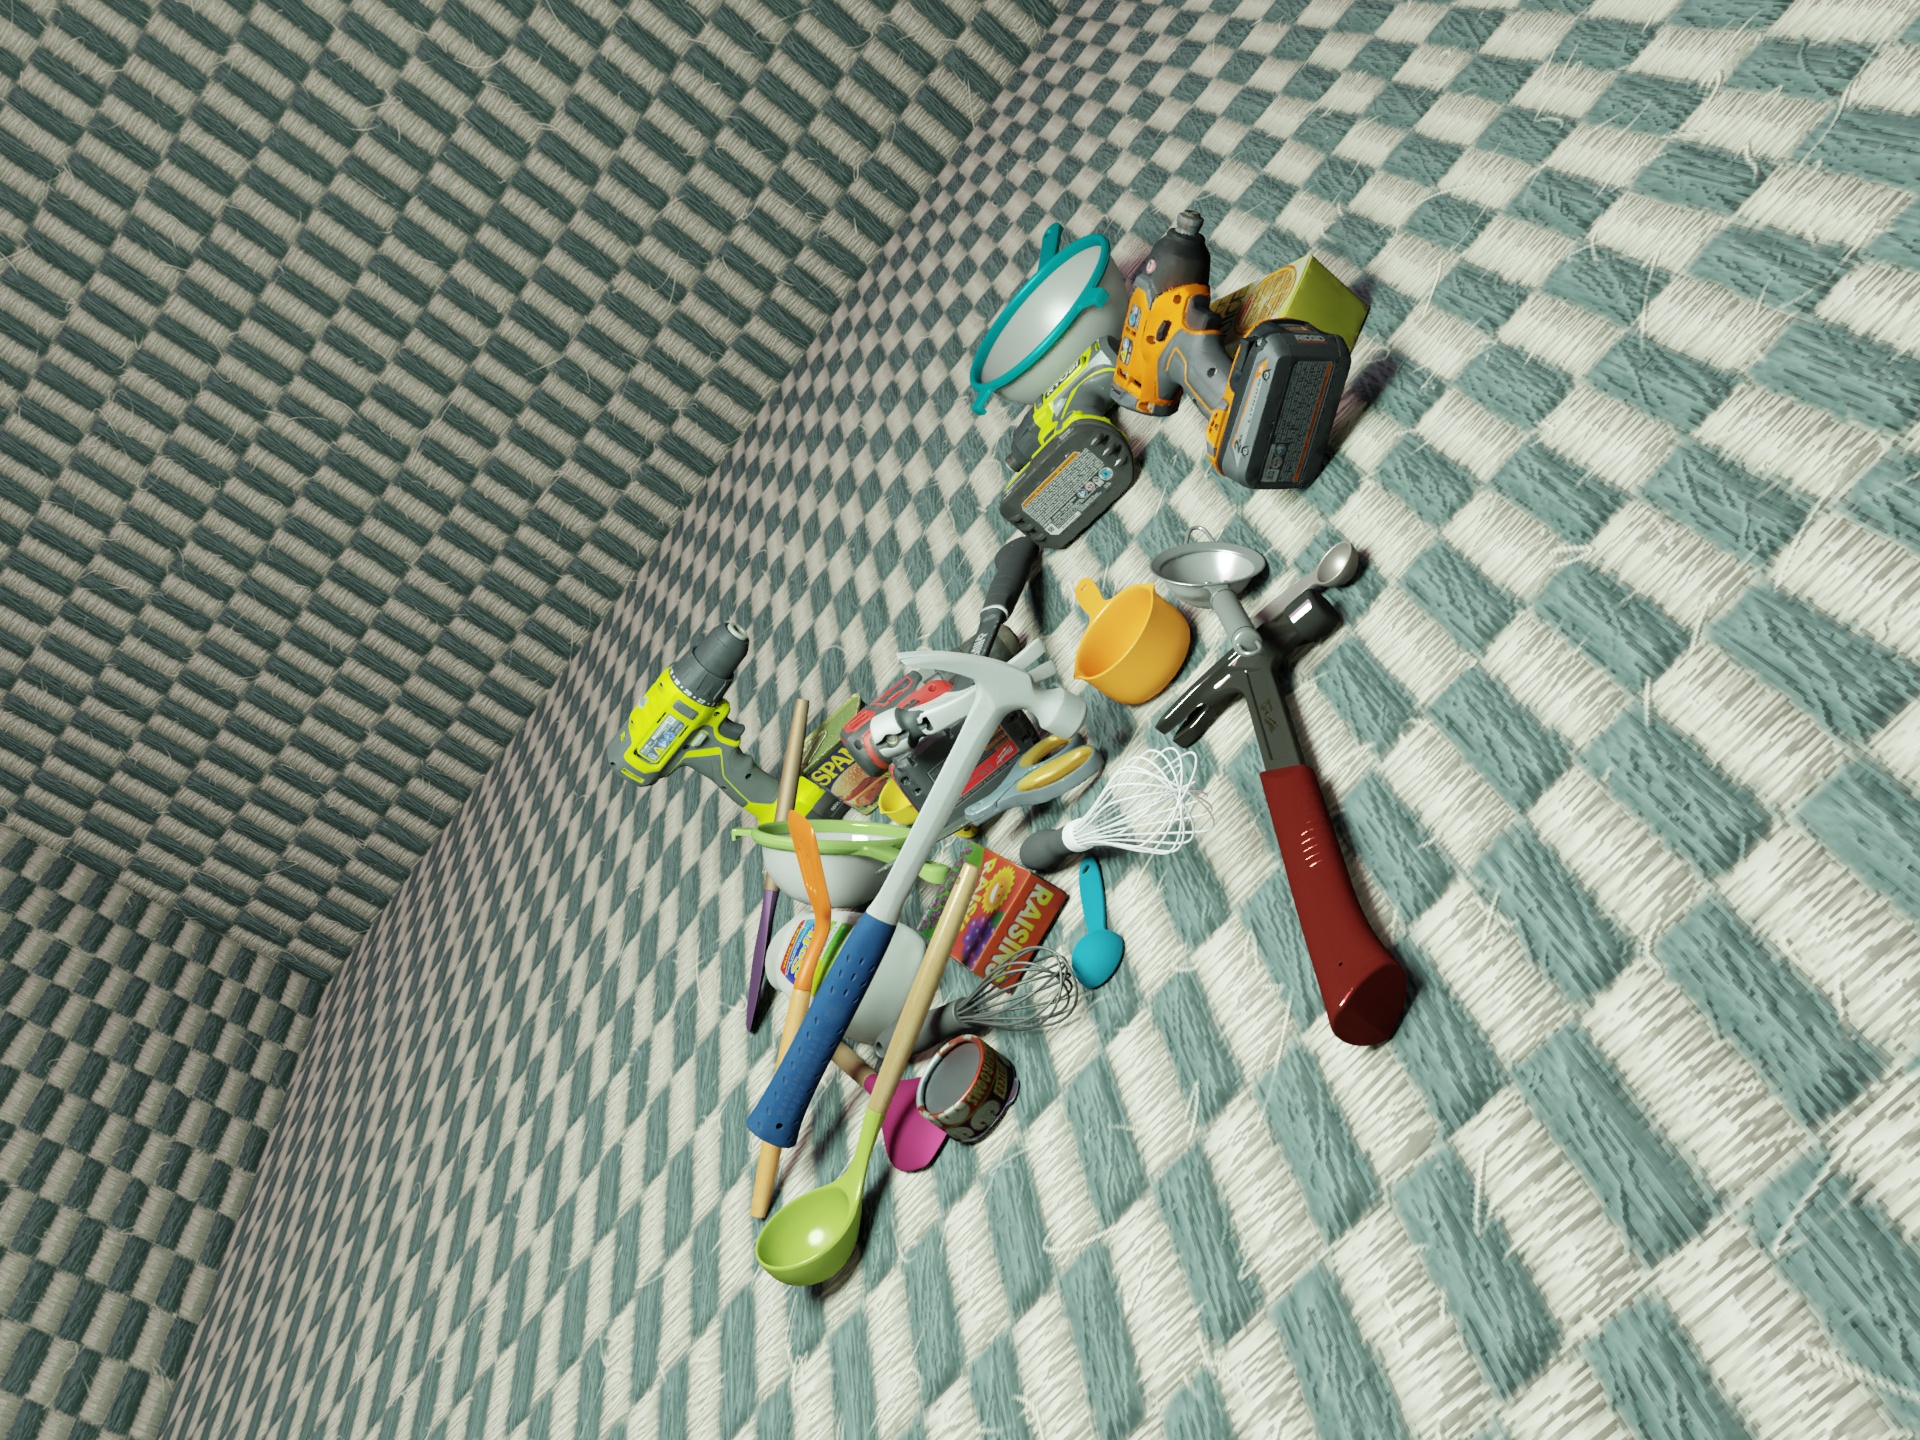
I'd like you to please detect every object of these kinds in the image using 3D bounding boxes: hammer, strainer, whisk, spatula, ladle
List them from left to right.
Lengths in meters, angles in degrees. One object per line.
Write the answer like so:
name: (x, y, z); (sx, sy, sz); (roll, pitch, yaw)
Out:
spatula: (-0.174, 0.135, 1.500); (0.060, 0.018, 0.316); (162, 117, -77)
spatula: (-0.138, 0.233, 1.251); (0.081, 0.041, 0.322); (-162, 82, -70)
strainer: (-0.081, 0.134, 1.357); (0.256, 0.151, 0.069); (10, 98, 57)
ladle: (-0.060, 0.247, 1.122); (0.078, 0.062, 0.320); (22, 90, 65)
hammer: (-0.059, 0.135, 1.185); (0.405, 0.144, 0.035); (-63, 17, 8)
whisk: (0.005, 0.211, 1.130); (0.239, 0.055, 0.055); (-33, 31, 49)
hammer: (0.031, -0.089, 1.383); (0.149, 0.036, 0.409); (-24, 17, 19)
strainer: (0.119, -0.454, 1.767); (0.211, 0.095, 0.341); (-38, 26, 31)
whisk: (0.093, 0.074, 1.085); (0.070, 0.070, 0.284); (-64, 10, -20)
strainer: (0.185, -0.085, 1.133); (0.259, 0.087, 0.050); (-89, -7, -70)
hammer: (0.196, 0.060, 0.959); (0.149, 0.036, 0.359); (-45, 24, 26)

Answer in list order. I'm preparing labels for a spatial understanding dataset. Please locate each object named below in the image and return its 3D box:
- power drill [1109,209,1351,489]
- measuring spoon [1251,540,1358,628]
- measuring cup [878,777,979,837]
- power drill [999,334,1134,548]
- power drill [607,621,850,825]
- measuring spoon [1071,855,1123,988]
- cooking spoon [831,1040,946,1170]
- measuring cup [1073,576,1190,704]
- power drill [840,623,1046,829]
power drill: (0.202, -0.290, 1.236); (0.227, 0.084, 0.164); (52, 138, 49)
measuring spoon: (0.236, -0.083, 1.114); (0.124, 0.018, 0.034); (-42, 25, 46)
measuring cup: (-0.020, 0.081, 1.401); (0.062, 0.029, 0.157); (-49, 33, -9)
power drill: (0.103, -0.270, 1.569); (0.171, 0.080, 0.223); (-42, 22, 28)
power drill: (-0.212, 0.022, 1.595); (0.190, 0.228, 0.080); (-48, 23, 18)
measuring spoon: (0.087, 0.132, 1.101); (0.042, 0.021, 0.129); (-45, 25, 25)
cooking spoon: (-0.078, 0.276, 1.246); (0.069, 0.017, 0.319); (-59, 23, -7)
measuring cup: (0.129, -0.072, 1.264); (0.095, 0.052, 0.174); (-51, 21, 13)
power drill: (-0.002, -0.004, 1.386); (0.188, 0.080, 0.227); (-38, 20, -5)
